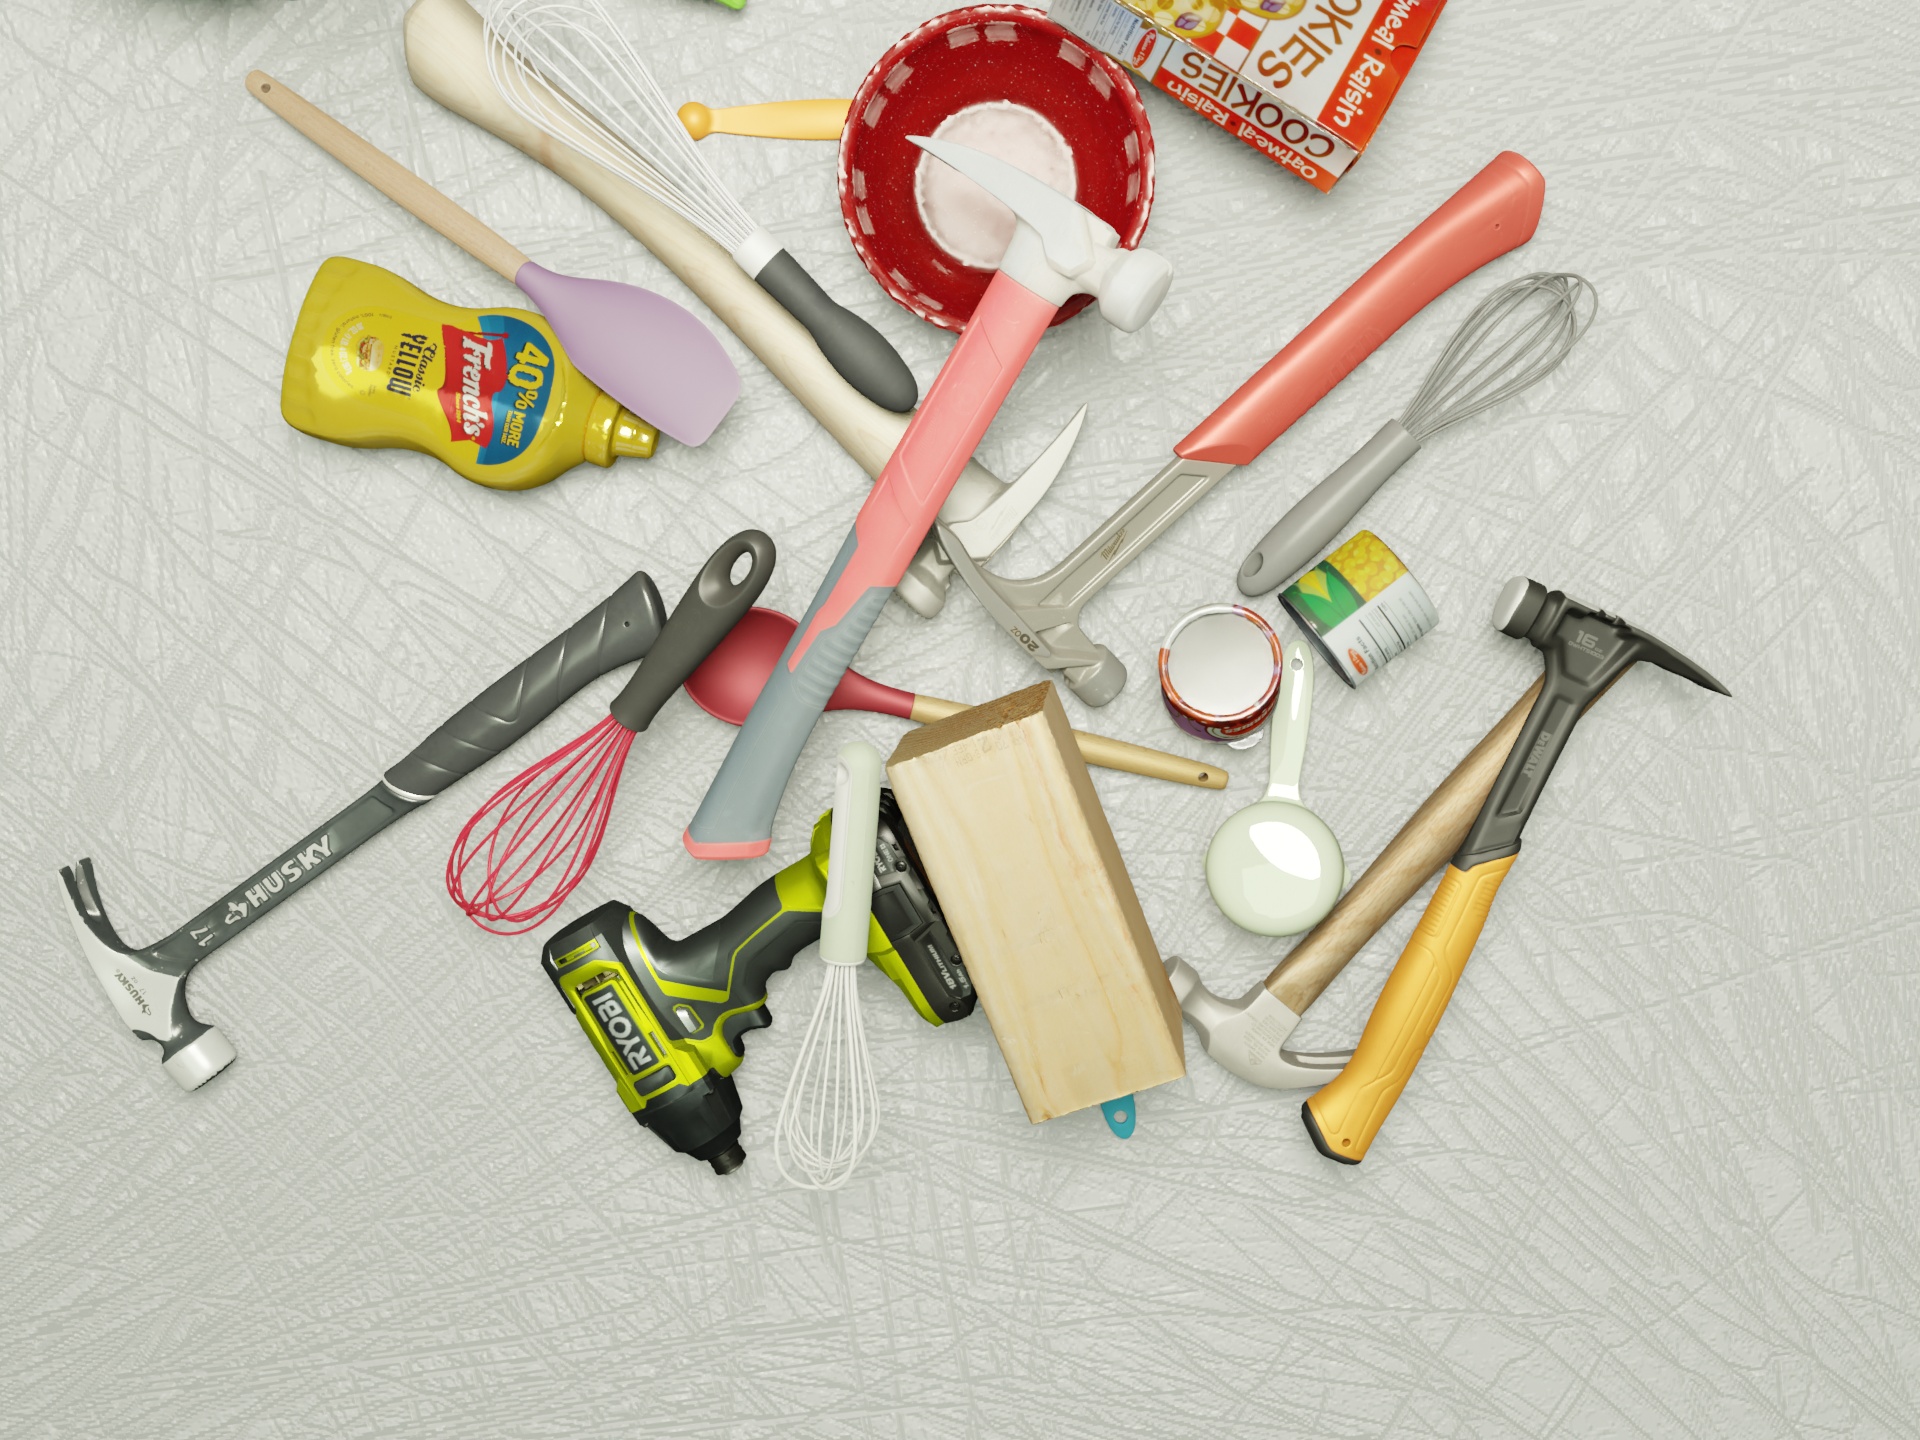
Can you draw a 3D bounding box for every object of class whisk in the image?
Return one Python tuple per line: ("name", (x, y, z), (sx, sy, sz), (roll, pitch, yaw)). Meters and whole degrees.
("whisk", (-0.188, 0.011, 0.846), (0.073, 0.073, 0.295), (39, 112, -6))
("whisk", (0.240, -0.150, 0.852), (0.055, 0.055, 0.239), (44, 103, -7))
("whisk", (-0.125, -0.260, 0.801), (0.284, 0.070, 0.070), (43, 99, -11))
("whisk", (-0.063, 0.131, 0.834), (0.059, 0.058, 0.246), (0, 101, -30))

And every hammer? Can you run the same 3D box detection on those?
("hammer", (0.154, -0.171, 0.839), (0.359, 0.037, 0.149), (-42, 118, 6))
("hammer", (0.261, 0.077, 0.901), (0.130, 0.031, 0.331), (40, 99, -6))
("hammer", (-0.054, -0.094, 0.804), (0.143, 0.038, 0.386), (37, 110, 13))
("hammer", (-0.334, 0.044, 0.910), (0.409, 0.036, 0.149), (-35, 97, 7))
("hammer", (0.284, 0.097, 0.871), (0.127, 0.034, 0.337), (24, 100, -2))
("hammer", (-0.120, -0.243, 0.847), (0.410, 0.038, 0.146), (42, 98, -6))

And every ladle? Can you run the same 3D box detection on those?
("ladle", (-0.001, -0.003, 0.896), (0.315, 0.031, 0.069), (14, 104, -3))

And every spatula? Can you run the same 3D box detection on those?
("spatula", (-0.248, -0.251, 0.834), (0.316, 0.018, 0.060), (35, 89, 5))

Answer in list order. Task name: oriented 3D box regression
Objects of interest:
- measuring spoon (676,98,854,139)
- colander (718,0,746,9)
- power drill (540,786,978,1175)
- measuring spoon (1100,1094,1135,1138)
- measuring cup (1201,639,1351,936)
("measuring spoon", (-0.094, -0.319, 0.843), (0.117, 0.011, 0.021), (0, 101, 2))
("colander", (-0.307, -0.404, 0.791), (0.397, 0.205, 0.094), (14, 136, -17))
("power drill", (-0.103, 0.150, 0.905), (0.223, 0.080, 0.171), (-28, 98, 10))
("measuring spoon", (0.084, 0.189, 0.932), (0.042, 0.021, 0.128), (-13, 99, 4))
("measuring cup", (0.177, 0.037, 0.877), (0.083, 0.038, 0.167), (6, 89, 14))
